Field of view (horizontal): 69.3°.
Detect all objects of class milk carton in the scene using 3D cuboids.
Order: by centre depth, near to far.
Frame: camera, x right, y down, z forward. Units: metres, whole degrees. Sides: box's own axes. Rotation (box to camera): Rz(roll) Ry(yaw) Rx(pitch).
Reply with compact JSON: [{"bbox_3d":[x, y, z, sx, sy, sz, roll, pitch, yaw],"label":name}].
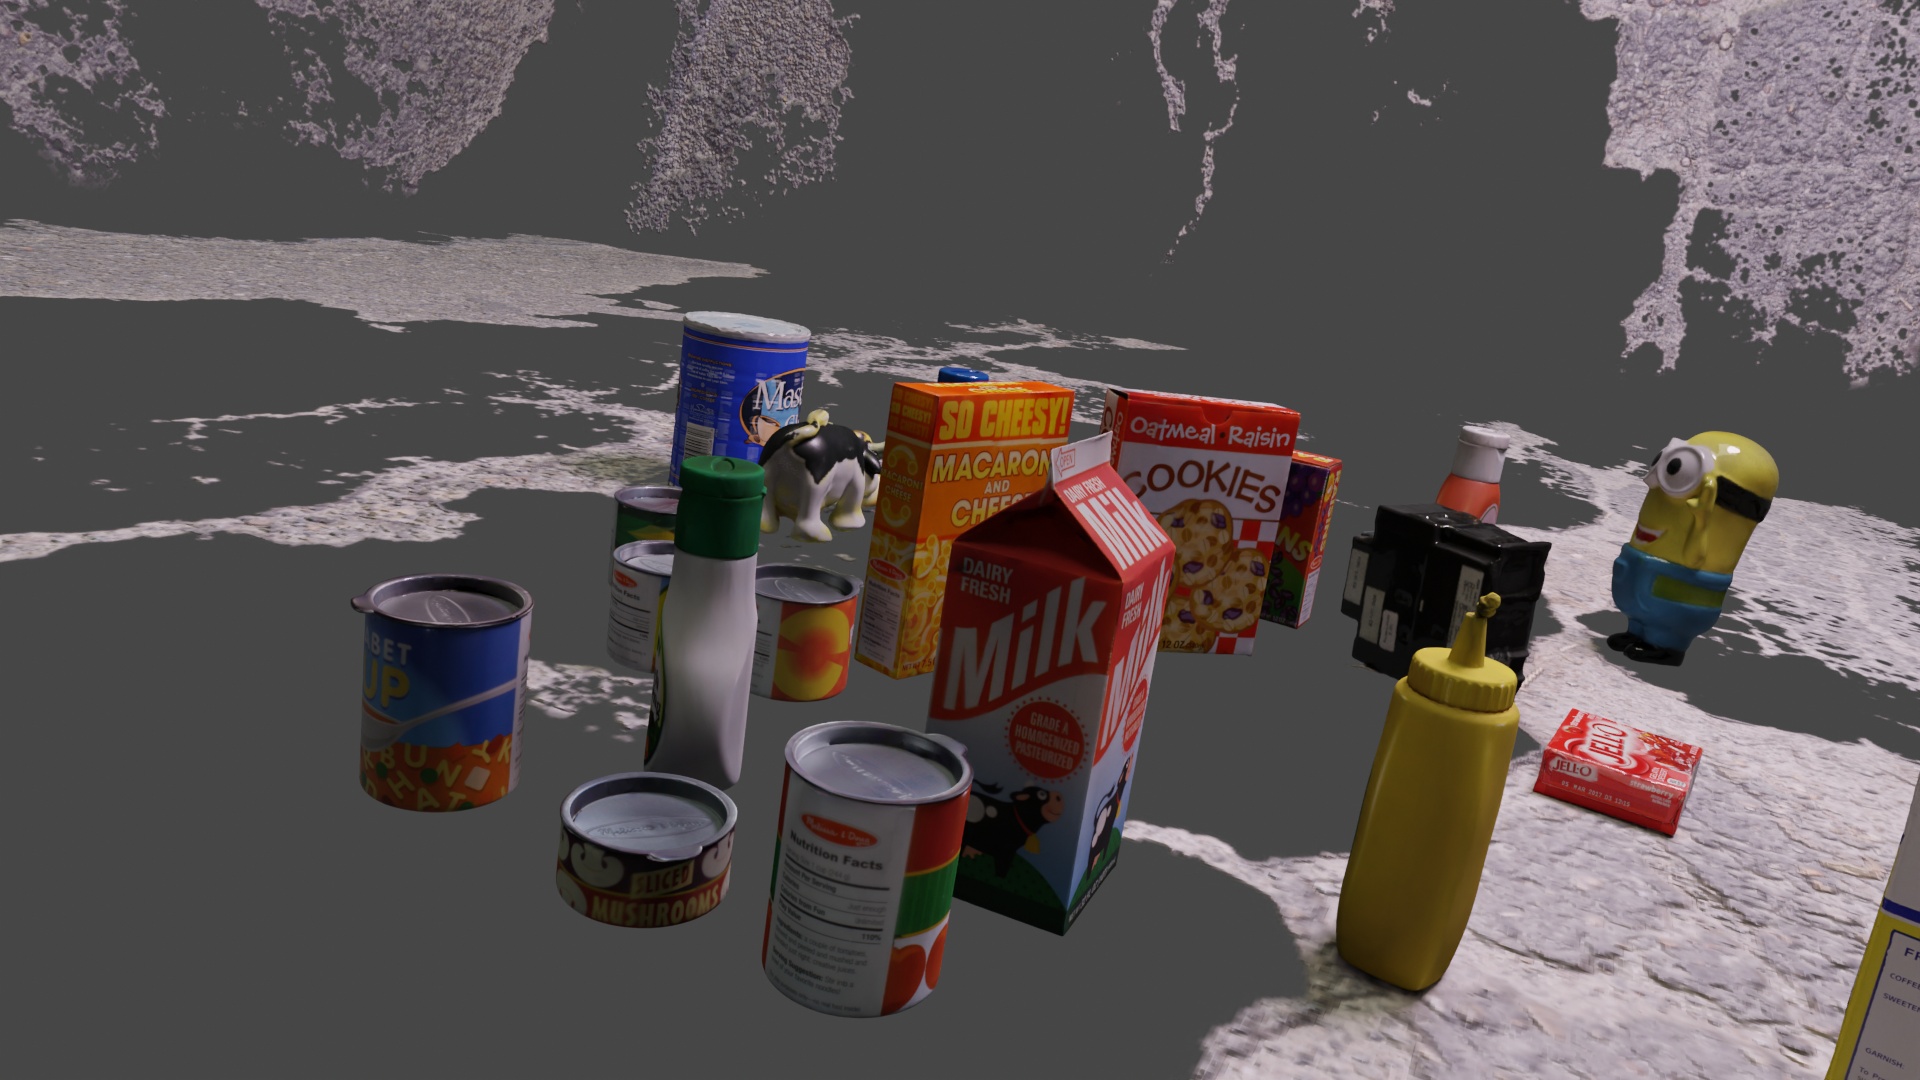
[{"bbox_3d":[0.035,0.051,0.564,0.073,0.190,0.072,14,15,21],"label":"milk carton"}]

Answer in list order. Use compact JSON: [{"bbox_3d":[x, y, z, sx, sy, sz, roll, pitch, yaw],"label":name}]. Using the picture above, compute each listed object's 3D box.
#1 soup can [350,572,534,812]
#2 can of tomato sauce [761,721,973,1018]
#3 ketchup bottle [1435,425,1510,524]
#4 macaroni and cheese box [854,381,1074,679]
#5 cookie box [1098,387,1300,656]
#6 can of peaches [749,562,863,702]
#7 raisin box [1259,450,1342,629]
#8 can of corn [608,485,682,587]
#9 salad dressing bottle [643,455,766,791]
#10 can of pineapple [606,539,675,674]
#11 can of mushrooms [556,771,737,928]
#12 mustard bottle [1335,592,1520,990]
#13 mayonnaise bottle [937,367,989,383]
[{"bbox_3d":[-0.220,0.063,0.585,0.071,0.083,0.071,8,15,-2],"label":"soup can"},{"bbox_3d":[-0.033,0.115,0.497,0.071,0.082,0.071,8,15,-2],"label":"can of tomato sauce"},{"bbox_3d":[0.395,-0.014,1.093,0.065,0.148,0.043,-6,20,-44],"label":"ketchup bottle"},{"bbox_3d":[0.003,-0.010,0.823,0.040,0.166,0.124,21,19,39],"label":"macaroni and cheese box"},{"bbox_3d":[0.144,-0.010,0.900,0.123,0.167,0.040,4,15,-18],"label":"cookie box"},{"bbox_3d":[-0.089,0.049,0.759,0.071,0.058,0.071,8,15,-2],"label":"can of peaches"},{"bbox_3d":[0.222,-0.007,1.018,0.086,0.123,0.040,16,16,28],"label":"raisin box"},{"bbox_3d":[-0.186,0.002,0.882,0.071,0.058,0.071,8,15,-2],"label":"can of corn"},{"bbox_3d":[-0.112,0.037,0.617,0.044,0.147,0.064,6,15,-8],"label":"salad dressing bottle"},{"bbox_3d":[-0.159,0.036,0.769,0.071,0.057,0.071,8,15,-2],"label":"can of pineapple"},{"bbox_3d":[-0.120,0.119,0.532,0.071,0.033,0.071,8,15,-2],"label":"can of mushrooms"},{"bbox_3d":[0.188,0.094,0.549,0.049,0.159,0.065,17,16,29],"label":"mustard bottle"},{"bbox_3d":[-0.008,-0.048,0.994,0.065,0.147,0.041,-6,21,-45],"label":"mayonnaise bottle"}]
